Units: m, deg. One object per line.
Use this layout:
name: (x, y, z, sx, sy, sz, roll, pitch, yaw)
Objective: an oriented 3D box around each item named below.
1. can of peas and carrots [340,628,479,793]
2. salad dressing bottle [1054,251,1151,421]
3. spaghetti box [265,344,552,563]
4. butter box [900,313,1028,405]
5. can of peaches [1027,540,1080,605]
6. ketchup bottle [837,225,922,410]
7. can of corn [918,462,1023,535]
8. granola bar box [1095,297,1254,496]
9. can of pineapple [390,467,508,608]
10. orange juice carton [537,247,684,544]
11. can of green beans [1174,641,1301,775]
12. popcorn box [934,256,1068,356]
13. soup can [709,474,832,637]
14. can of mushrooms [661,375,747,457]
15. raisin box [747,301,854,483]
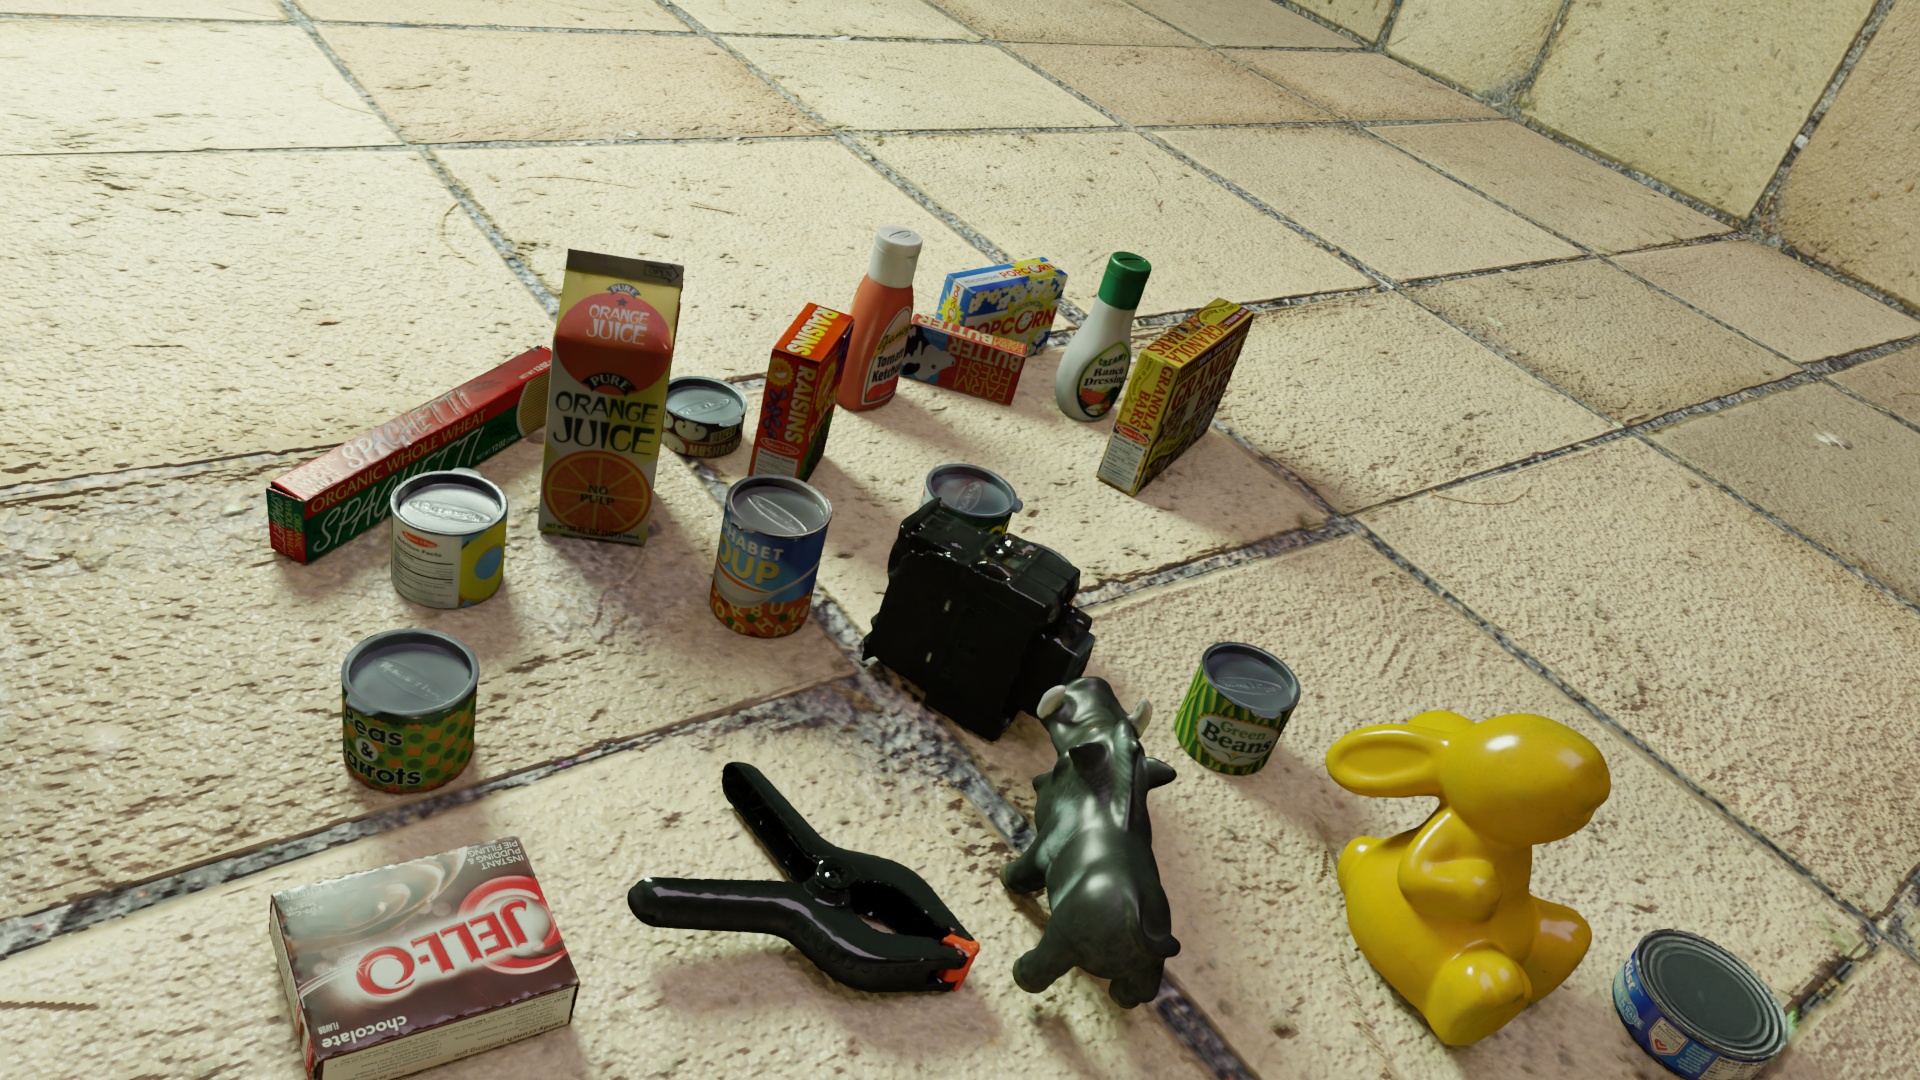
can of peas and carrots: (-0.288, 0.090, 0.723, 0.071, 0.058, 0.071, 11, 34, -8)
salad dressing bottle: (0.124, -0.175, 1.194, 0.064, 0.146, 0.044, -8, 41, -31)
spaghetti box: (-0.351, -0.063, 0.922, 0.029, 0.050, 0.251, 25, 35, 12)
butter box: (0.002, -0.156, 1.200, 0.103, 0.052, 0.024, 15, 34, -2)
can of peaches: (0.038, 0.041, 0.931, 0.071, 0.057, 0.071, 11, 34, -8)
ketchup bottle: (-0.065, -0.179, 1.120, 0.043, 0.148, 0.065, 31, 37, 21)
can of corn: (0.004, -0.012, 0.992, 0.071, 0.058, 0.071, 11, 34, -8)
granola bar box: (0.182, -0.123, 1.165, 0.039, 0.123, 0.166, 29, 36, 18)
can of pineapple: (-0.310, -0.002, 0.844, 0.071, 0.057, 0.071, 11, 34, -8)
orange juice carton: (-0.225, -0.096, 0.895, 0.072, 0.191, 0.073, 8, 35, -12)
can of green beans: (0.177, 0.108, 0.894, 0.071, 0.057, 0.071, 11, 34, -8)
popcorn box: (0.033, -0.203, 1.252, 0.127, 0.084, 0.038, -20, 48, -41)
soup can: (-0.124, 0.011, 0.882, 0.071, 0.083, 0.072, 11, 34, -8)
can of mushrooms: (-0.194, -0.092, 1.044, 0.071, 0.033, 0.071, 11, 34, -8)
raisin box: (-0.116, -0.098, 1.006, 0.040, 0.122, 0.086, 19, 34, 3)
